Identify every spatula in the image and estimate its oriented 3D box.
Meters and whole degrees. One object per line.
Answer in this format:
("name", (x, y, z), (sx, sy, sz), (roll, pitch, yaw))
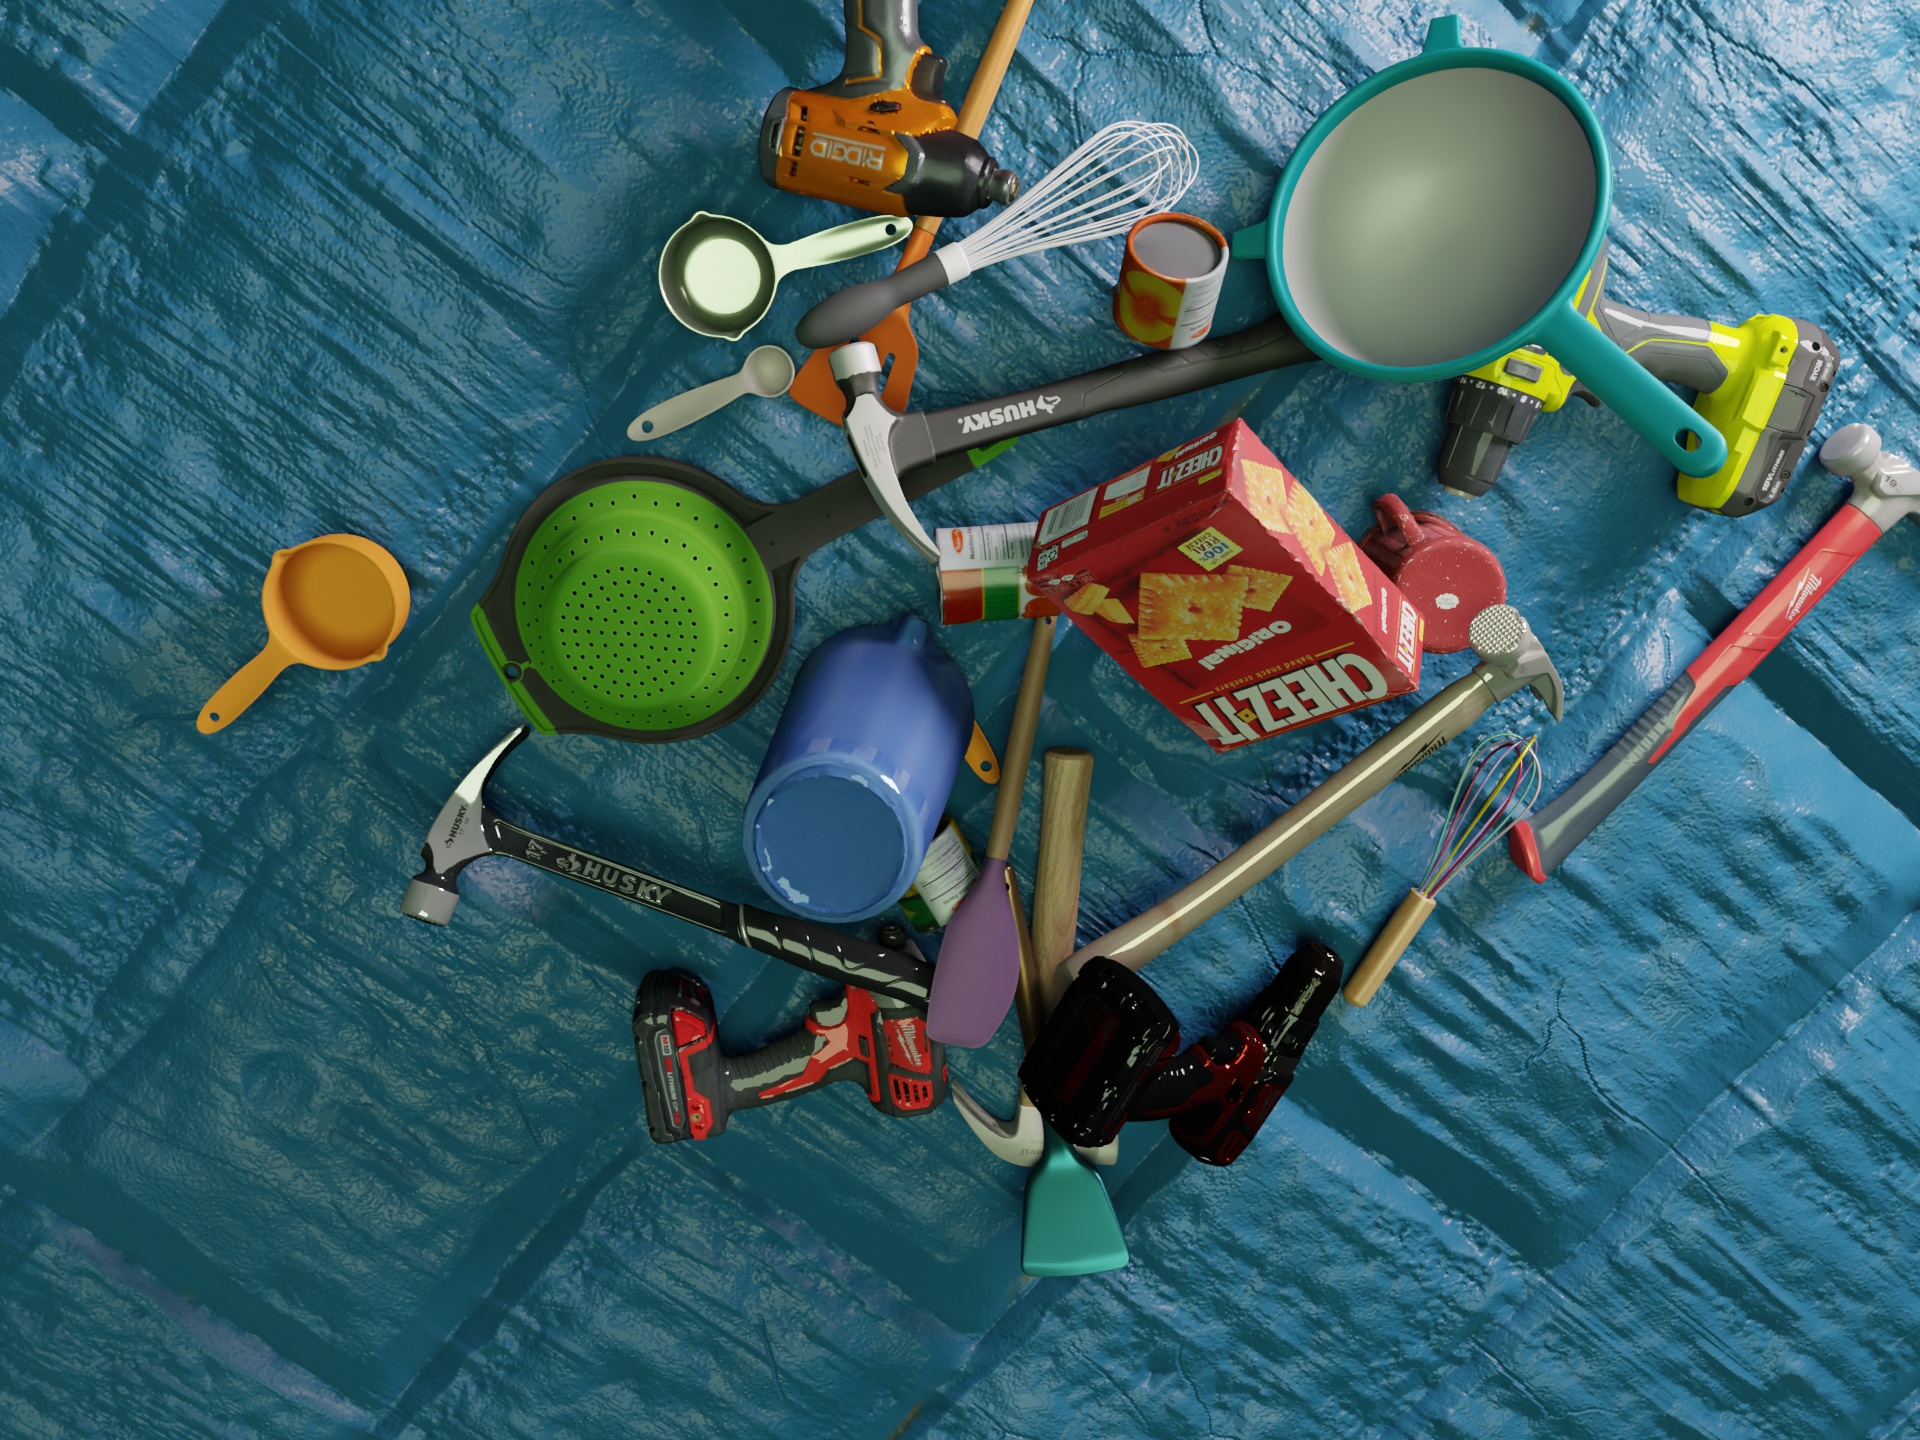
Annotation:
("spatula", (-0.016, -0.342, 1.039), (0.081, 0.041, 0.322), (23, 99, -11))
("spatula", (0.060, 0.256, 1.165), (0.082, 0.044, 0.317), (-9, 104, 9))
("spatula", (0.032, 0.072, 1.112), (0.059, 0.018, 0.316), (12, 87, -11))

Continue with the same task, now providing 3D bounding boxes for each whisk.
("whisk", (0.354, 0.112, 1.177), (0.051, 0.047, 0.245), (26, 106, -11))
("whisk", (0.023, -0.304, 1.012), (0.284, 0.070, 0.070), (-28, 106, -5))

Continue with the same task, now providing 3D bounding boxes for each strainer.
("strainer", (0.344, -0.260, 0.985), (0.211, 0.095, 0.341), (-46, 65, 17))

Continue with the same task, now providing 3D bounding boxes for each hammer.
("hammer", (-0.168, 0.132, 1.112), (0.409, 0.036, 0.149), (20, 76, -5))
("hammer", (0.092, -0.211, 1.046), (0.334, 0.035, 0.146), (-16, 91, -9))
("hammer", (0.555, -0.022, 1.154), (0.143, 0.038, 0.386), (38, 100, -14))
("hammer", (0.239, 0.080, 1.121), (0.410, 0.038, 0.146), (-39, 144, 13))
("hammer", (0.065, 0.181, 1.184), (0.130, 0.031, 0.331), (2, 105, -5))

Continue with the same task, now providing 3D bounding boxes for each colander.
("colander", (-0.142, -0.105, 1.055), (0.397, 0.094, 0.204), (-26, 106, 5))

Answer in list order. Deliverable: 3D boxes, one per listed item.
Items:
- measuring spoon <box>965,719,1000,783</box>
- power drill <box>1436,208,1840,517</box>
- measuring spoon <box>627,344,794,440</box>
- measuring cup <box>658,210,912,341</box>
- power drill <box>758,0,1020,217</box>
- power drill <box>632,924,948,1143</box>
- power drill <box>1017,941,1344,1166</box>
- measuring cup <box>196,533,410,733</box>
("measuring spoon", (-0.002, -0.004, 1.141), (0.021, 0.011, 0.116), (-26, 109, 11))
("power drill", (0.445, -0.219, 1.074), (0.228, 0.080, 0.190), (17, 103, -5))
("measuring spoon", (-0.168, -0.216, 1.071), (0.124, 0.018, 0.034), (-22, 94, 10))
("measuring cup", (-0.112, -0.300, 1.034), (0.167, 0.038, 0.083), (-15, 105, 1))
("power drill", (-0.023, -0.424, 0.969), (0.164, 0.084, 0.226), (17, 106, 11))
("power drill", (-0.122, 0.228, 1.165), (0.219, 0.079, 0.143), (-7, 106, -5))
("power drill", (0.170, 0.230, 1.141), (0.226, 0.080, 0.188), (19, 107, -42))
("measuring cup", (-0.448, -0.055, 1.078), (0.173, 0.052, 0.095), (-41, 104, 10))
